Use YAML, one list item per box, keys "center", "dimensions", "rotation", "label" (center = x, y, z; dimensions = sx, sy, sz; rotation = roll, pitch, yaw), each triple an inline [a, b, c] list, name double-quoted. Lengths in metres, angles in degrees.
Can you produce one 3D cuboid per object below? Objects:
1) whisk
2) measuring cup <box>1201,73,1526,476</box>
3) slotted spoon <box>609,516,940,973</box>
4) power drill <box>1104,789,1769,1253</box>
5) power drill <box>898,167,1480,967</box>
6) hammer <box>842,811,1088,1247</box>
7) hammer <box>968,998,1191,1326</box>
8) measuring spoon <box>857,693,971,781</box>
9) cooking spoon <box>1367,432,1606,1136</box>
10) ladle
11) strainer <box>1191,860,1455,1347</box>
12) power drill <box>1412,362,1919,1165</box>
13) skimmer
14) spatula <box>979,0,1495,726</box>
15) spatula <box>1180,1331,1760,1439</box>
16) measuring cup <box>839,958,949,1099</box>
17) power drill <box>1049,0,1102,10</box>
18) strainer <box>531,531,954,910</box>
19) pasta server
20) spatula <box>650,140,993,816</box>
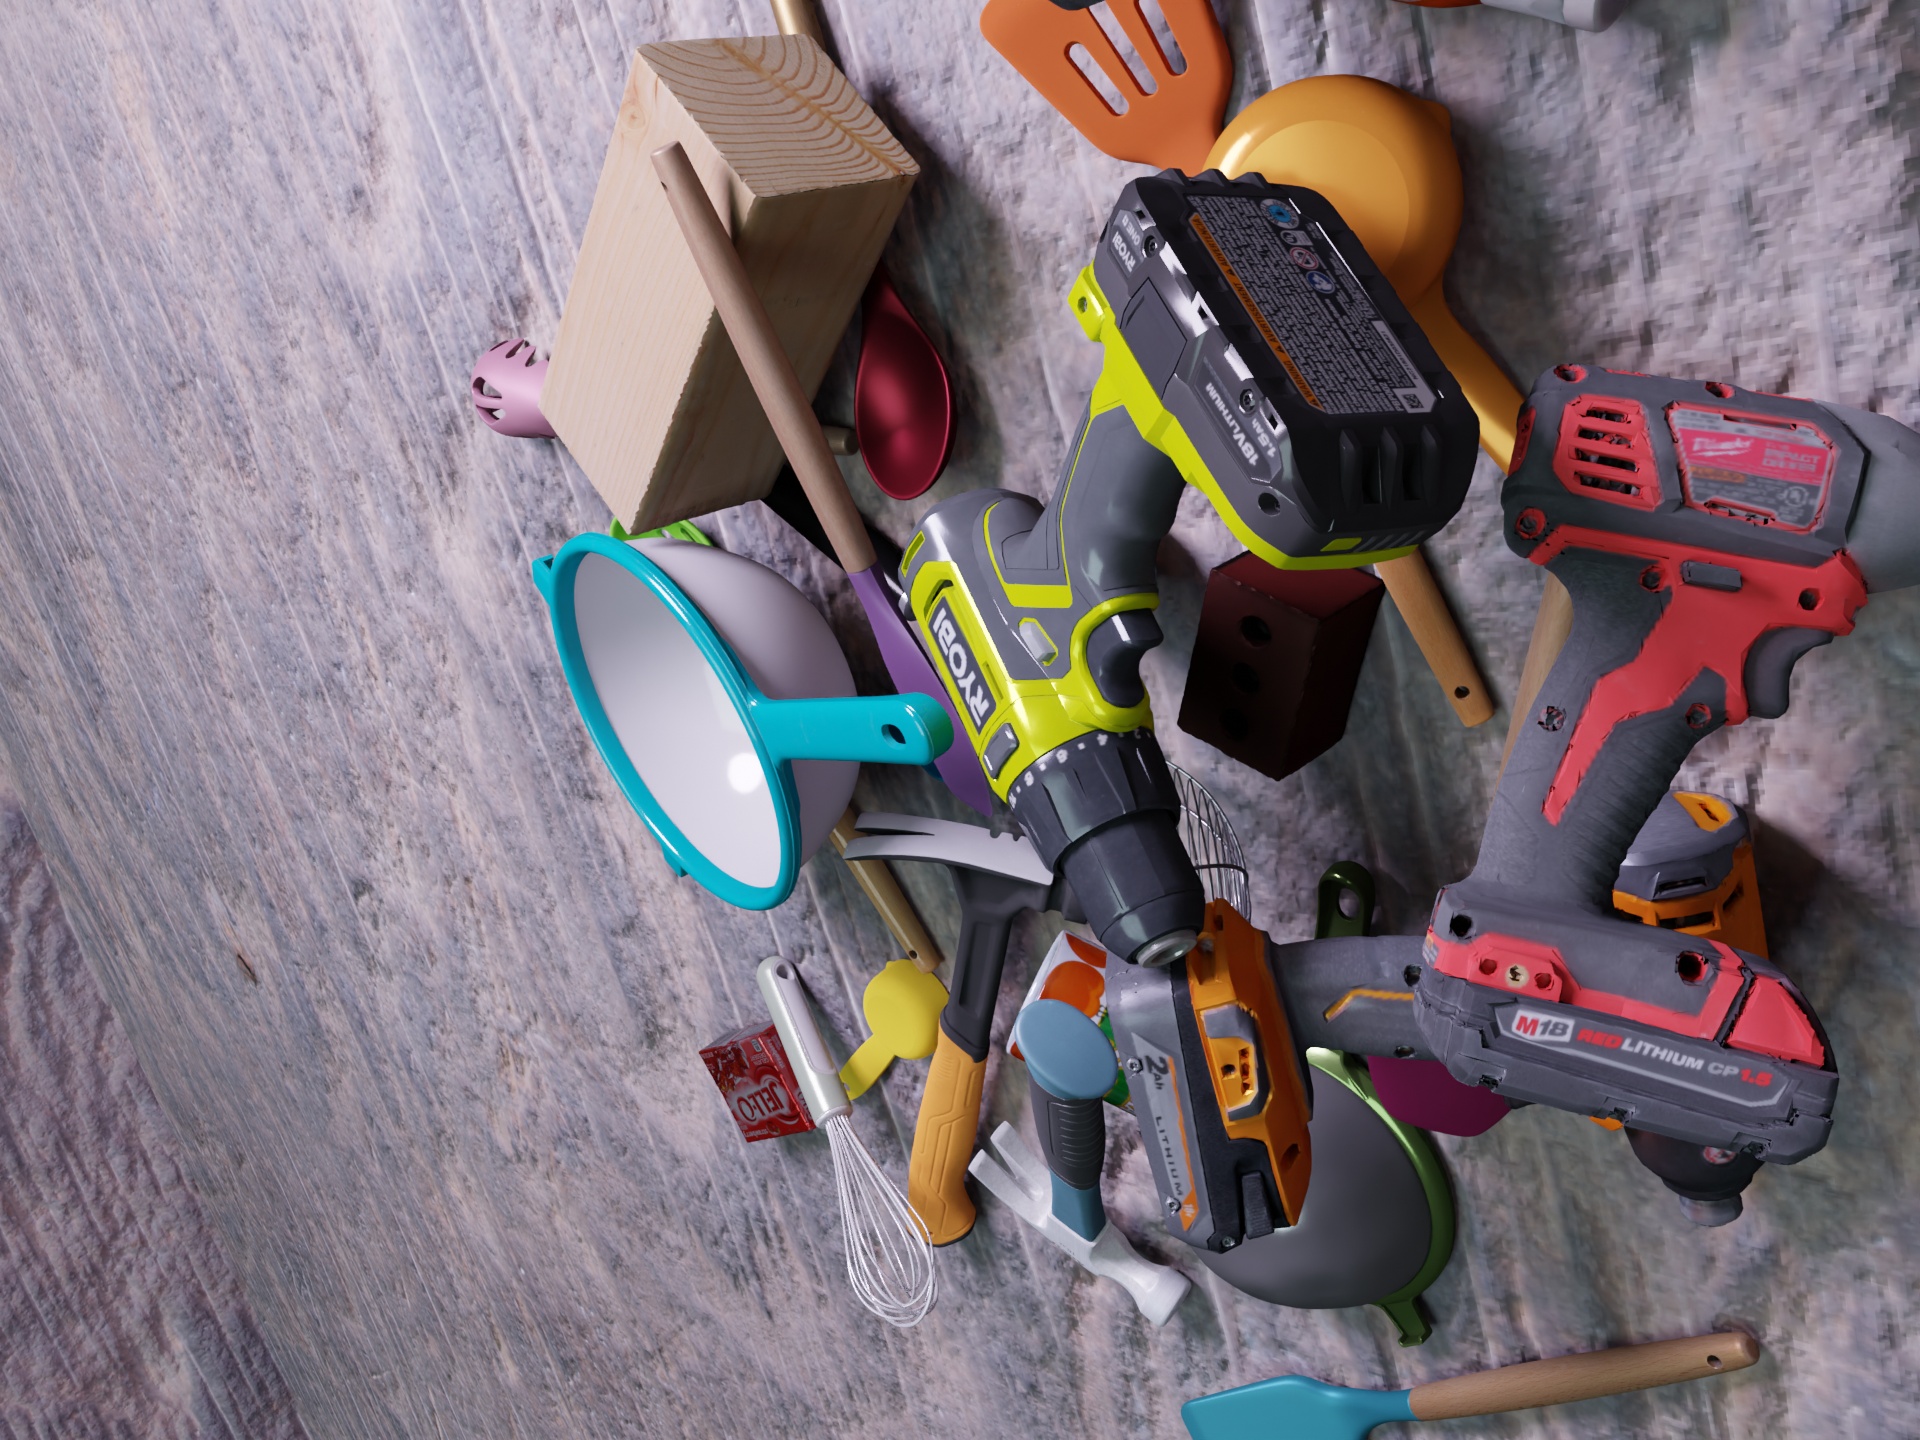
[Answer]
- center: [-0.072, 0.244, 0.953]
  dimensions: [0.059, 0.057, 0.247]
  rotation: [-50, 52, 30]
  label: "whisk"
- center: [0.148, -0.138, 0.534]
  dimensions: [0.095, 0.052, 0.173]
  rotation: [-38, 91, 27]
  label: "measuring cup"
- center: [-0.100, 0.010, 0.907]
  dimensions: [0.070, 0.031, 0.314]
  rotation: [-33, 90, 39]
  label: "slotted spoon"
- center: [0.181, 0.126, 0.586]
  dimensions: [0.226, 0.084, 0.164]
  rotation: [-13, 105, 12]
  label: "power drill"
- center: [0.064, -0.043, 0.529]
  dimensions: [0.191, 0.080, 0.228]
  rotation: [66, 147, 26]
  label: "power drill"
- center: [-0.008, 0.187, 0.882]
  dimensions: [0.127, 0.034, 0.336]
  rotation: [12, 130, 5]
  label: "hammer"
- center: [0.055, 0.208, 0.755]
  dimensions: [0.128, 0.033, 0.330]
  rotation: [32, 157, 22]
  label: "hammer"
- center: [-0.034, -0.003, 0.845]
  dimensions: [0.129, 0.021, 0.042]
  rotation: [22, 128, 47]
  label: "measuring spoon"
- center: [0.209, 0.038, 0.605]
  dimensions: [0.069, 0.017, 0.318]
  rotation: [11, 120, 15]
  label: "cooking spoon"
- center: [-0.057, -0.254, 0.710]
  dimensions: [0.069, 0.031, 0.315]
  rotation: [-3, 108, 47]
  label: "ladle"
- center: [0.148, 0.180, 0.719]
  dimensions: [0.152, 0.069, 0.256]
  rotation: [25, 130, 34]
  label: "strainer"
- center: [0.223, 0.009, 0.481]
  dimensions: [0.143, 0.078, 0.219]
  rotation: [12, 92, 13]
  label: "power drill"
- center: [-0.001, -0.002, 0.749]
  dimensions: [0.363, 0.090, 0.127]
  rotation: [41, 165, 24]
  label: "skimmer"
- center: [0.118, -0.138, 0.587]
  dimensions: [0.081, 0.041, 0.322]
  rotation: [-26, 94, 28]
  label: "spatula"
- center: [0.229, 0.324, 0.741]
  dimensions: [0.082, 0.044, 0.317]
  rotation: [57, 139, 9]
  label: "spatula"
- center: [-0.052, 0.200, 0.963]
  dimensions: [0.062, 0.029, 0.156]
  rotation: [48, 136, 13]
  label: "measuring cup"
- center: [0.039, -0.339, 0.472]
  dimensions: [0.185, 0.084, 0.226]
  rotation: [1, 84, 44]
  label: "power drill"
- center: [-0.081, -0.014, 0.770]
  dimensions: [0.340, 0.095, 0.211]
  rotation: [0, 117, 55]
  label: "strainer"
- center: [-0.173, -0.171, 0.879]
  dimensions: [0.316, 0.040, 0.060]
  rotation: [14, 122, 36]
  label: "pasta server"
- center: [-0.051, -0.086, 0.663]
  dimensions: [0.060, 0.018, 0.315]
  rotation: [27, 146, 58]
  label: "spatula"
